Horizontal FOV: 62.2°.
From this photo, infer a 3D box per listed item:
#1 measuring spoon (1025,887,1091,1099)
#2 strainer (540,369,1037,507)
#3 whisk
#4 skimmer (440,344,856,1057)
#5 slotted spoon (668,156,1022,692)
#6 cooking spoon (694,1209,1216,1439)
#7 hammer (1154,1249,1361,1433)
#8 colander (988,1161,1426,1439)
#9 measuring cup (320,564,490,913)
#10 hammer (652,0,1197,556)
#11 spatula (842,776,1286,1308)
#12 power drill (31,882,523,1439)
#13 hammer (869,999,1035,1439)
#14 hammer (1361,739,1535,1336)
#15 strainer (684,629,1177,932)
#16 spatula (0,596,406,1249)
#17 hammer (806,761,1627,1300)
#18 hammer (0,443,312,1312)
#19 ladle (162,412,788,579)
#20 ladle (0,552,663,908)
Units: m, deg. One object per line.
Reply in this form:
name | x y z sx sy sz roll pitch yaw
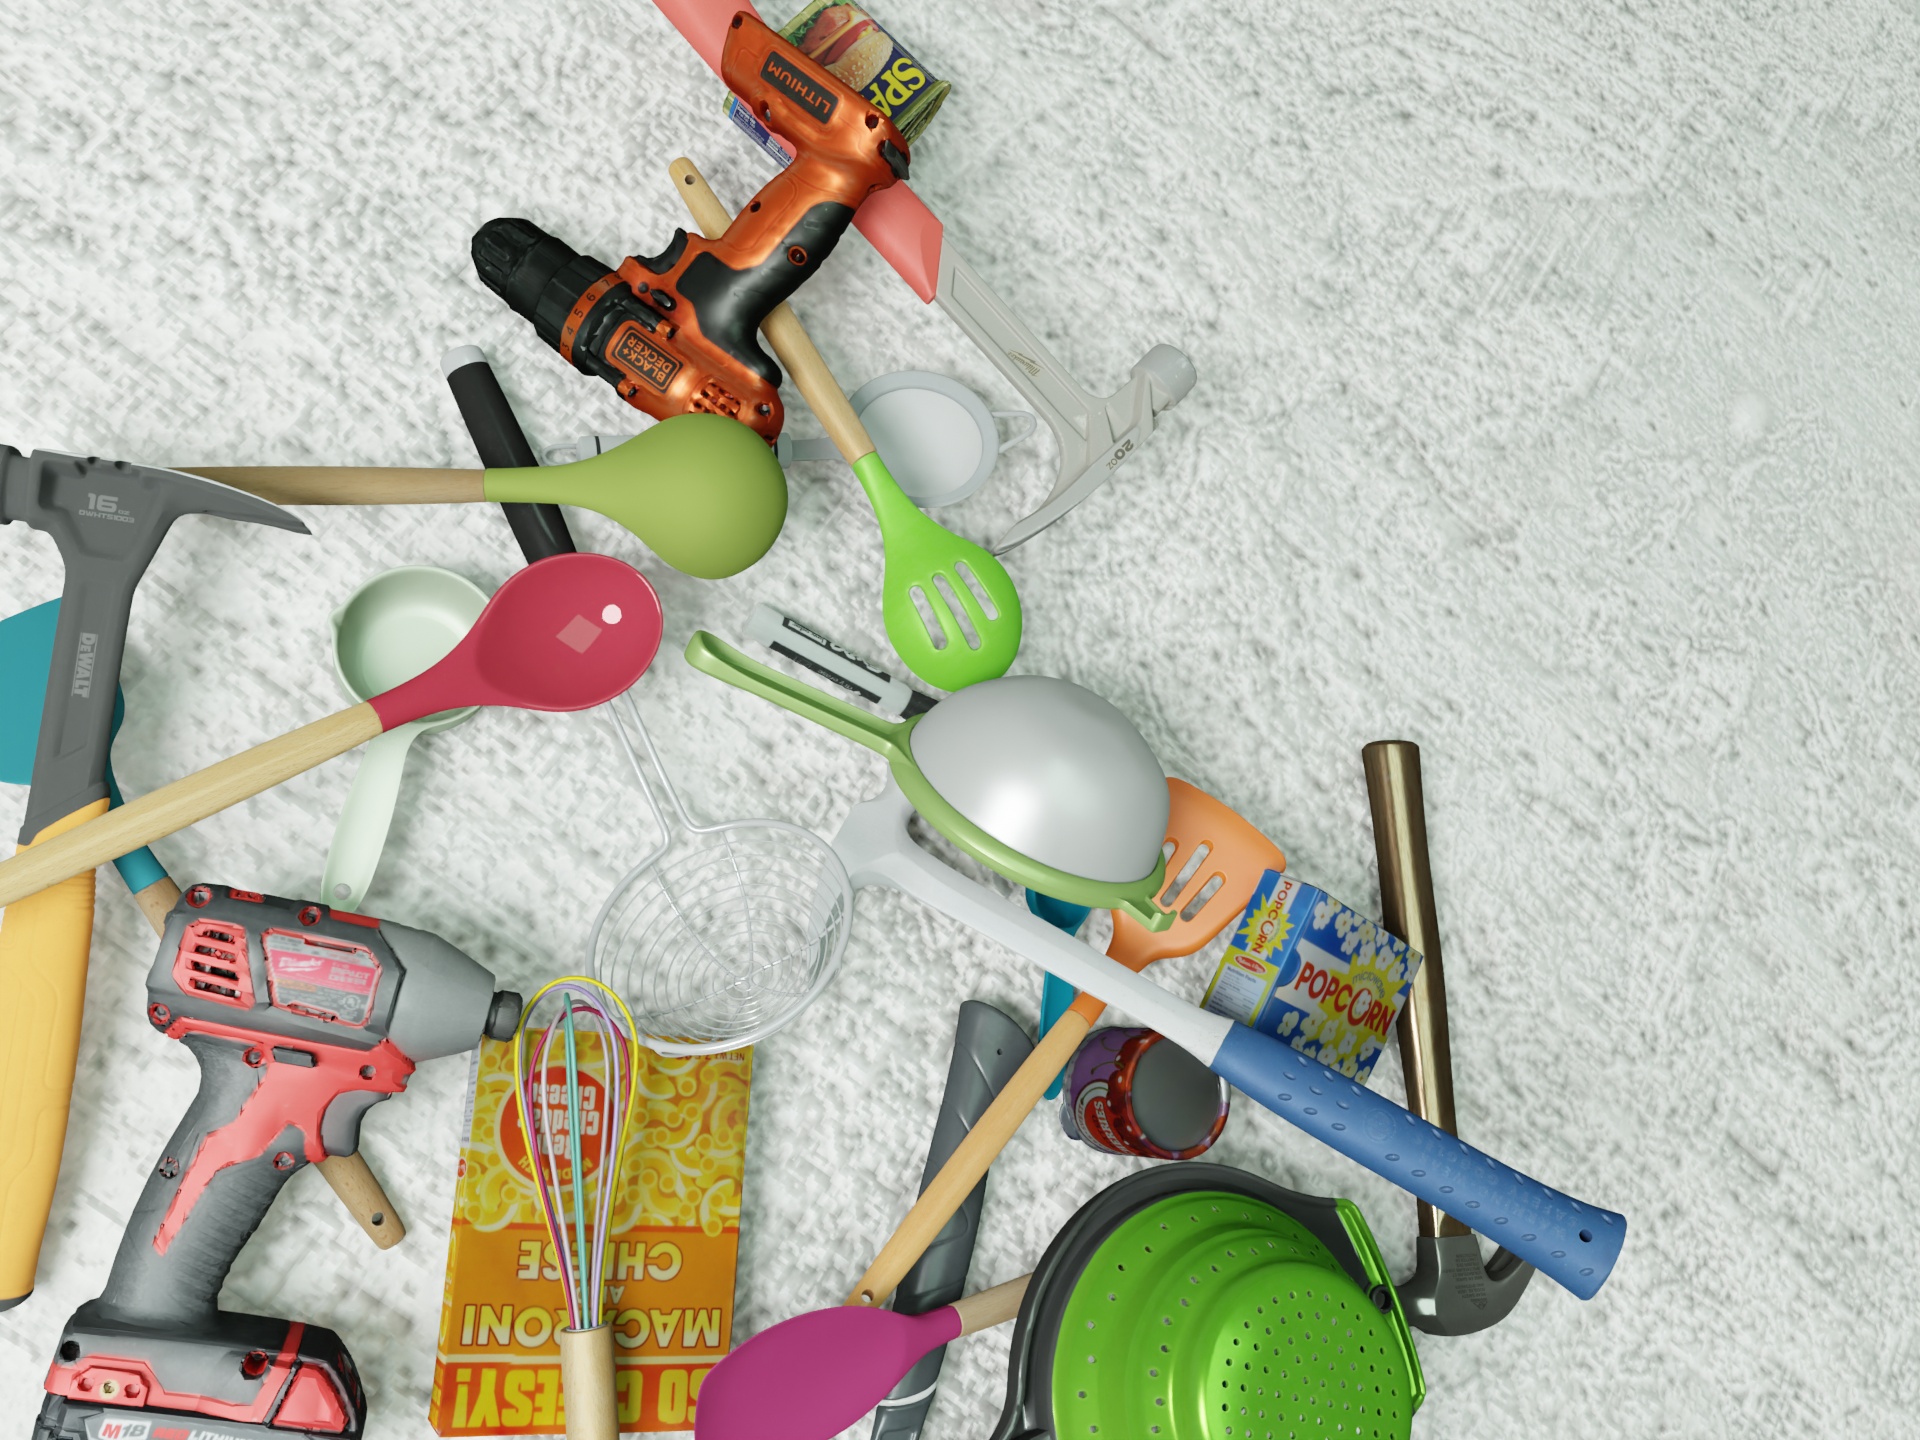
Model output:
measuring spoon | 0.046 0.133 0.836 0.042 0.021 0.129 9 82 -36
strainer | -0.087 -0.142 0.834 0.258 0.050 0.087 -4 67 -18
whisk | -0.154 0.230 0.662 0.047 0.051 0.245 -1 81 -29
skimmer | -0.166 -0.021 0.738 0.127 0.090 0.363 -25 85 -6
slotted spoon | -0.064 -0.154 0.809 0.070 0.031 0.314 -31 87 -8
cooking spoon | 0.016 0.273 0.743 0.318 0.017 0.068 -4 106 -38
hammer | 0.072 0.380 0.742 0.331 0.033 0.128 -38 105 -32
colander | 0.060 0.318 0.674 0.397 0.094 0.204 -14 78 -26
measuring cup | -0.260 0.012 0.722 0.083 0.038 0.168 18 72 -18
hammer | -0.045 -0.258 0.824 0.149 0.036 0.359 -44 93 -13
spatula | 0.046 0.161 0.779 0.081 0.041 0.323 36 60 11
power drill | -0.267 0.185 0.635 0.143 0.078 0.220 15 79 -17
hammer | -0.036 0.331 0.738 0.149 0.036 0.409 22 69 -17
hammer | 0.266 0.174 0.909 0.130 0.031 0.331 3 75 -22
strainer | -0.001 -0.002 0.754 0.256 0.152 0.069 25 112 -13
spatula | -0.329 0.092 0.680 0.082 0.044 0.317 -34 96 -26
hammer | 0.111 0.153 0.753 0.405 0.035 0.144 28 62 13
hammer | -0.352 0.063 0.634 0.127 0.034 0.337 9 85 -15
ladle | -0.240 -0.103 0.725 0.320 0.062 0.078 -1 81 -3
ladle | -0.262 0.011 0.647 0.315 0.031 0.069 -29 95 -31
